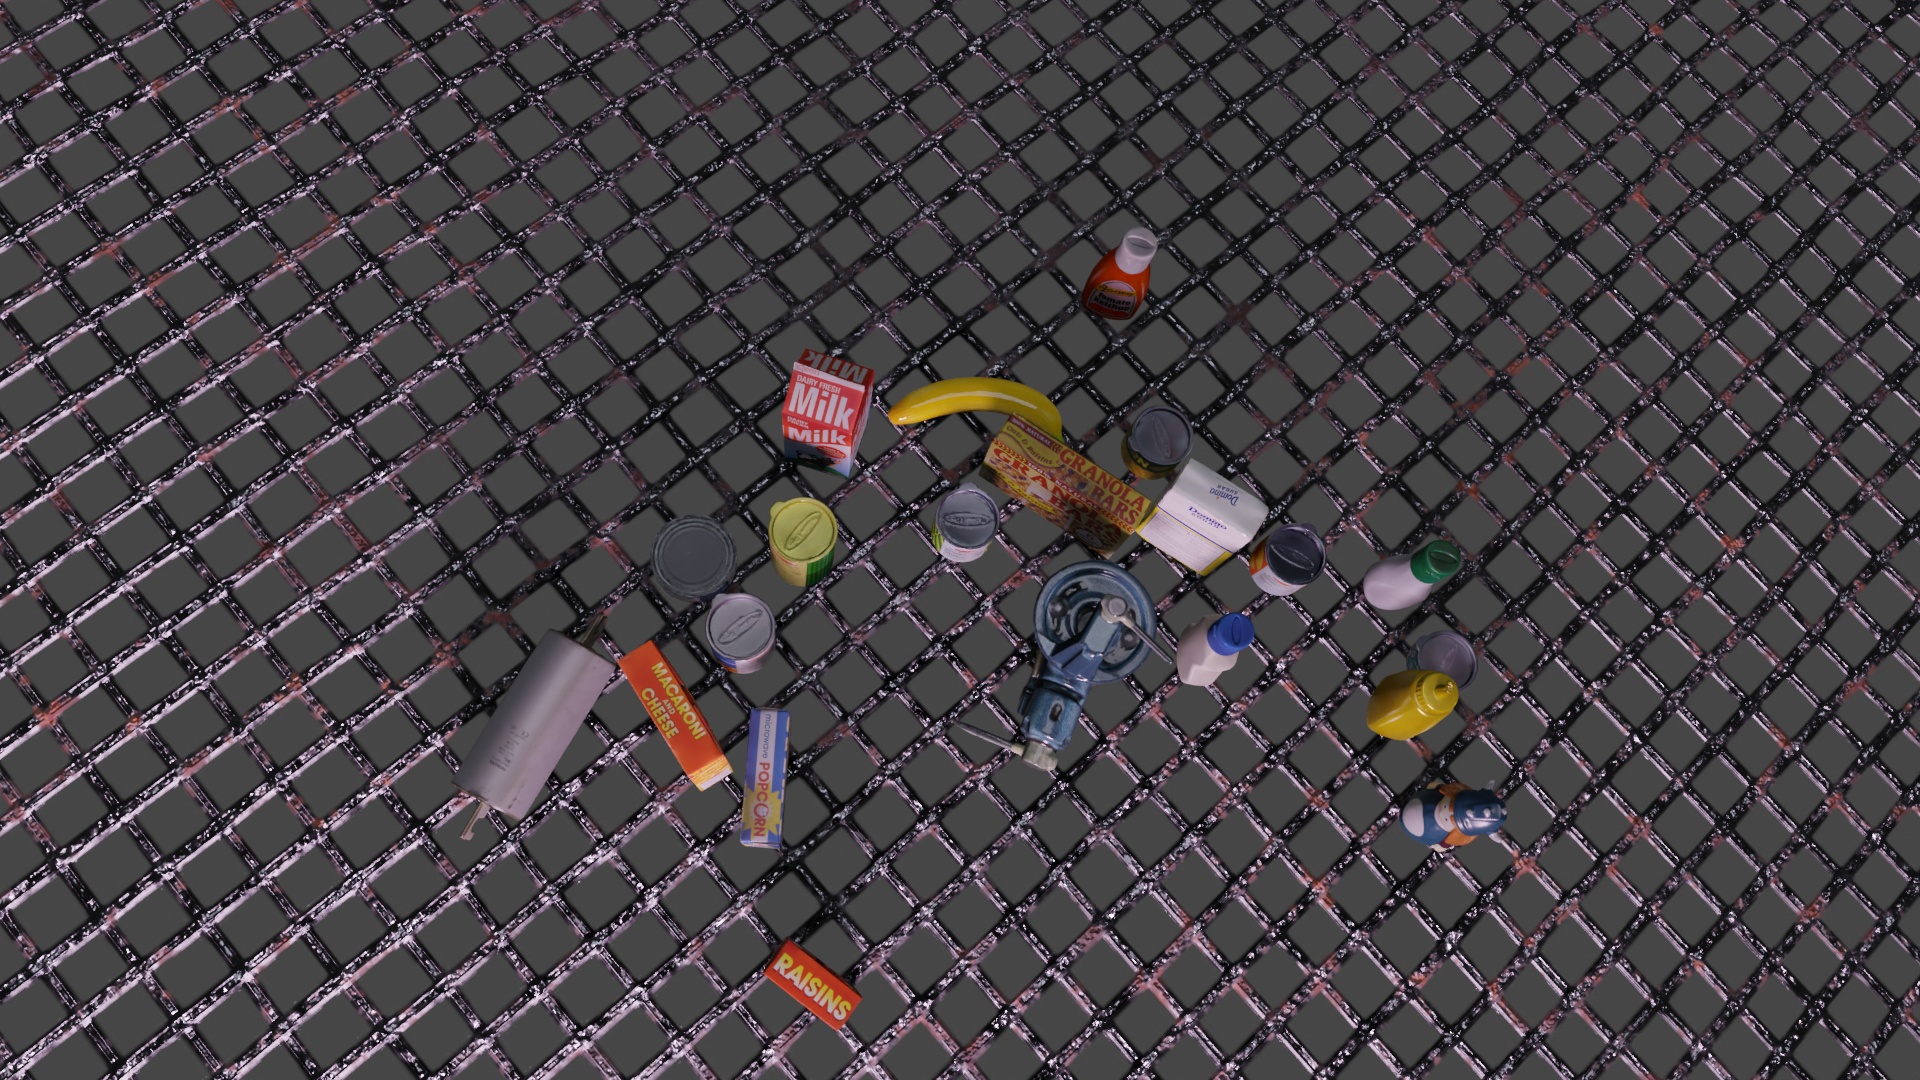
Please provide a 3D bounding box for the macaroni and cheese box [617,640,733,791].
[{"bbox_3d":[-0.262,0.165,1.291,0.040,0.166,0.124,-32,81,-13],"label":"macaroni and cheese box"}]

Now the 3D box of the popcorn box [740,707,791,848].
[{"bbox_3d":[-0.185,0.228,1.326,0.038,0.085,0.127,4,75,-6],"label":"popcorn box"}]

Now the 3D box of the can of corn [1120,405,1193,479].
[{"bbox_3d":[0.206,-0.103,1.477,0.071,0.058,0.071,2,75,-6],"label":"can of corn"}]

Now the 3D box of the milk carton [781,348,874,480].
[{"bbox_3d":[-0.131,-0.129,1.375,0.072,0.190,0.073,18,74,-2],"label":"milk carton"}]

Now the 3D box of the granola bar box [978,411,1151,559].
[{"bbox_3d":[0.104,-0.055,1.418,0.165,0.124,0.039,33,74,3],"label":"granola bar box"}]

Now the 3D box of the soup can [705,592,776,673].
[{"bbox_3d":[-0.215,0.090,1.360,0.071,0.083,0.071,2,75,-6],"label":"soup can"}]

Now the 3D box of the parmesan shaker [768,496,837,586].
[{"bbox_3d":[-0.159,0.001,1.382,0.071,0.102,0.071,2,75,-6],"label":"parmesan shaker"}]

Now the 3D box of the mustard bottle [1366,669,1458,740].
[{"bbox_3d":[0.456,0.160,1.383,0.049,0.159,0.065,21,74,-1],"label":"mustard bottle"}]

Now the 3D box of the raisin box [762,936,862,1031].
[{"bbox_3d":[-0.135,0.402,1.265,0.086,0.123,0.040,38,74,4],"label":"raisin box"}]

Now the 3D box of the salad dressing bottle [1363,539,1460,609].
[{"bbox_3d":[0.463,0.035,1.425,0.064,0.147,0.044,18,74,-2],"label":"salad dressing bottle"}]

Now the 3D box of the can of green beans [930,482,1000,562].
[{"bbox_3d":[0.005,-0.016,1.429,0.071,0.057,0.071,2,75,-6],"label":"can of green beans"}]

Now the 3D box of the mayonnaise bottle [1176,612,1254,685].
[{"bbox_3d":[0.252,0.104,1.380,0.041,0.147,0.065,6,75,-5],"label":"mayonnaise bottle"}]

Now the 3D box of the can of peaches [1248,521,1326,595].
[{"bbox_3d":[0.344,0.019,1.461,0.071,0.058,0.071,2,75,-6],"label":"can of peaches"}]

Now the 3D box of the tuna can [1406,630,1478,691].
[{"bbox_3d":[0.505,0.128,1.464,0.071,0.032,0.071,2,75,-6],"label":"tuna can"}]

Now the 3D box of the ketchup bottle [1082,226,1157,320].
[{"bbox_3d":[0.174,-0.284,1.476,0.065,0.148,0.043,17,74,-2],"label":"ketchup bottle"}]
